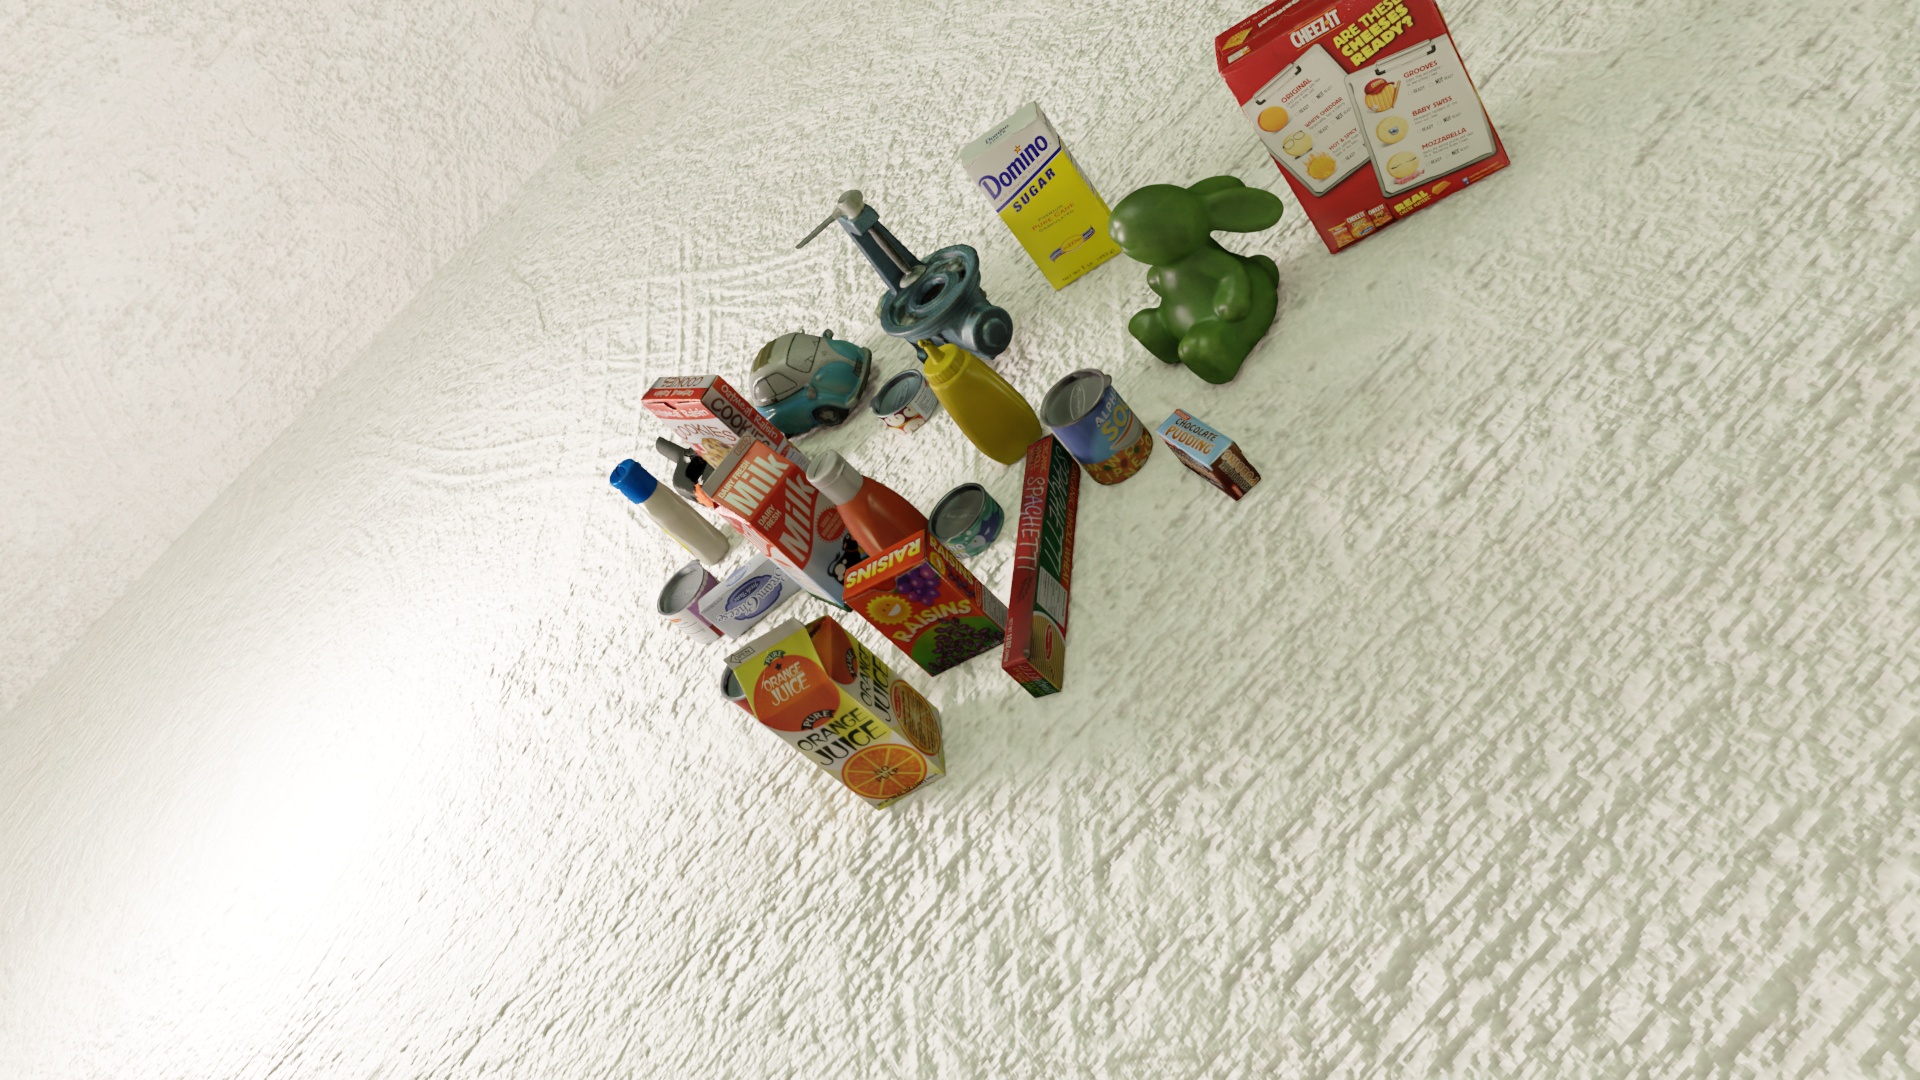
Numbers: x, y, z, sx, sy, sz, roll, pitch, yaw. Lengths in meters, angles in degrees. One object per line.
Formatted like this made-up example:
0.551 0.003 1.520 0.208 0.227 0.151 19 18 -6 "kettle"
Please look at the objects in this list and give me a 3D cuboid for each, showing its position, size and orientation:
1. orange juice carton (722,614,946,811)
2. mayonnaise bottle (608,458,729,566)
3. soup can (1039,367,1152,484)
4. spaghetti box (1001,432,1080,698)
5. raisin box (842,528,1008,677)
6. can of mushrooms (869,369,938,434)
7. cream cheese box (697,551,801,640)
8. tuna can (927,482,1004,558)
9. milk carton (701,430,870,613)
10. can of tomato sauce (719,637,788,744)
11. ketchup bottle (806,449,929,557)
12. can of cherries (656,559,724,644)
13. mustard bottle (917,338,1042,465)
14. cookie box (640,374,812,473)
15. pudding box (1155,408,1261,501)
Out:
-0.097 0.128 1.099 0.071 0.192 0.073 -31 37 19 "orange juice carton"
-0.319 -0.032 1.520 0.041 0.147 0.065 -49 35 -5 "mayonnaise bottle"
0.121 -0.099 1.204 0.071 0.083 0.072 -27 39 24 "soup can"
0.071 0.016 1.168 0.028 0.050 0.251 -21 42 30 "spaghetti box"
-0.027 0.055 1.163 0.086 0.123 0.040 -27 39 24 "raisin box"
-0.060 -0.146 1.476 0.071 0.033 0.071 -26 39 24 "can of mushrooms"
-0.210 0.051 1.409 0.103 0.053 0.024 -38 36 10 "cream cheese box"
0.005 -0.016 1.281 0.071 0.032 0.071 -26 39 24 "tuna can"
-0.160 -0.018 1.311 0.073 0.190 0.072 17 68 52 "milk carton"
-0.163 0.136 1.251 0.071 0.083 0.071 -27 39 24 "can of tomato sauce"
-0.080 -0.025 1.274 0.043 0.148 0.065 -5 51 43 "ketchup bottle"
-0.272 0.064 1.454 0.071 0.058 0.072 -27 39 24 "can of cherries"
0.011 -0.138 1.287 0.065 0.160 0.049 -42 35 5 "mustard bottle"
-0.252 -0.114 1.518 0.123 0.167 0.040 5 58 47 "cookie box"
0.200 -0.071 1.126 0.030 0.049 0.084 -45 35 0 "pudding box"
